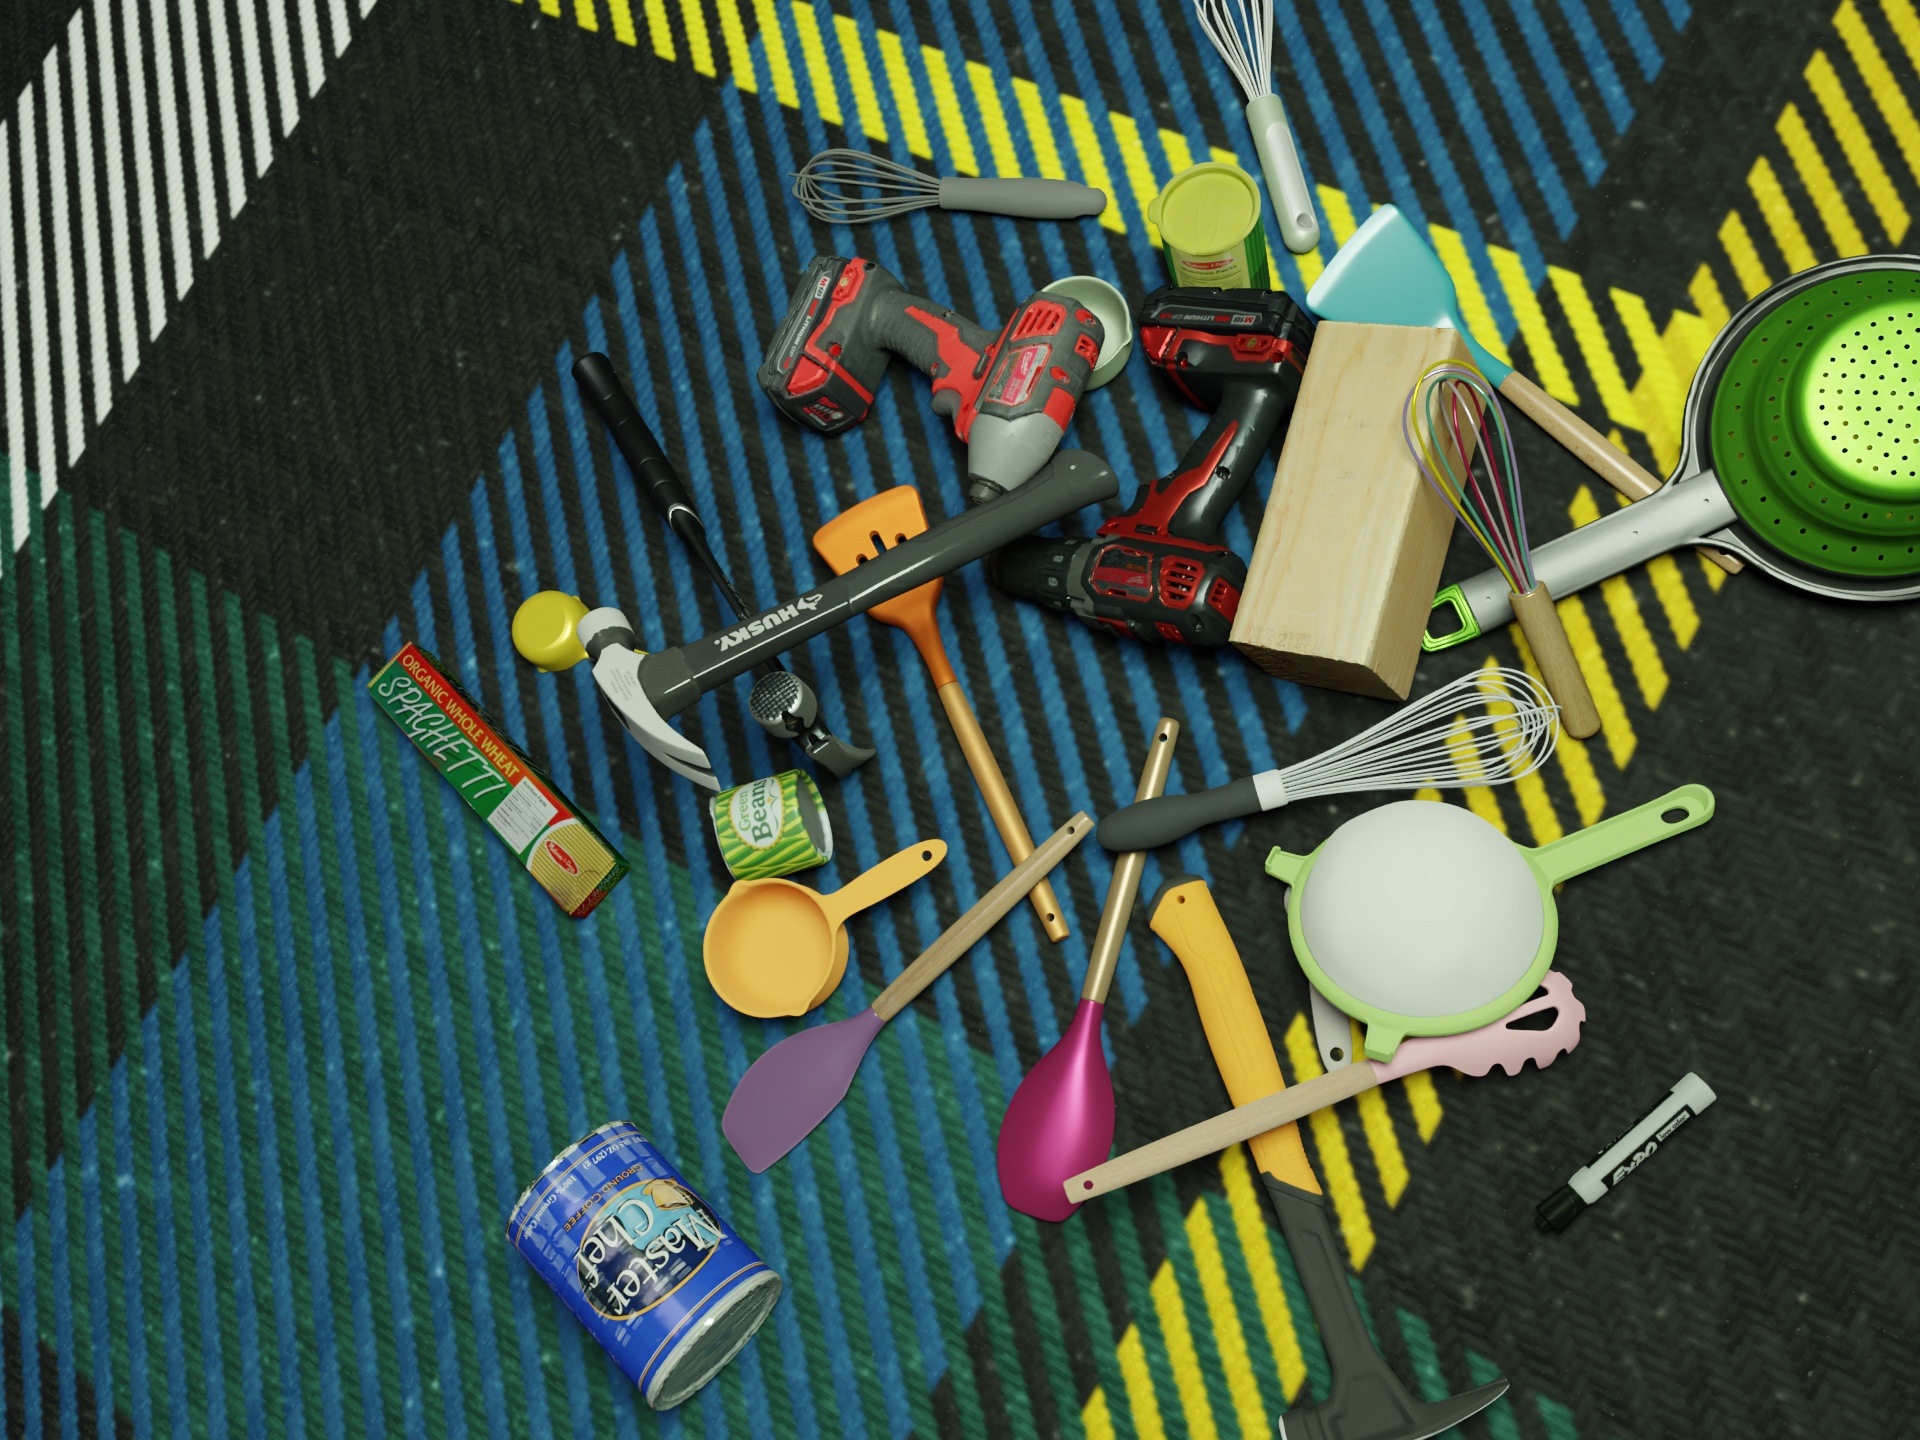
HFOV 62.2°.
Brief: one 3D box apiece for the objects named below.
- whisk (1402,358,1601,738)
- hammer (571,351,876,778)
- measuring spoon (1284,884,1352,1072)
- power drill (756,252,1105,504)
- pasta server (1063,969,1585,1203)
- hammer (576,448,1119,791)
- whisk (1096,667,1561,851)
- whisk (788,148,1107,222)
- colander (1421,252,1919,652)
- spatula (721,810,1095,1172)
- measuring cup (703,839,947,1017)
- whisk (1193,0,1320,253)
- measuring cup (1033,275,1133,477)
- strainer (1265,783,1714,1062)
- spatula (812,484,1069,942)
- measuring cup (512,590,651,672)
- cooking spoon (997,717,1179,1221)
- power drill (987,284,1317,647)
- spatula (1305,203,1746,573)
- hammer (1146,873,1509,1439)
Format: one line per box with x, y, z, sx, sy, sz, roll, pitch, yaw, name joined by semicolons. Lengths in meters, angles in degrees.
0.321;-0.096;0.916;0.051;0.244;0.047;-8;27;49;whisk
-0.177;-0.120;1.097;0.036;0.149;0.409;-36;60;3;hammer
0.218;0.152;0.953;0.034;0.018;0.124;-10;73;12;measuring spoon
-0.022;-0.229;1.070;0.220;0.078;0.143;21;85;30;power drill
0.208;0.211;0.902;0.316;0.040;0.060;-22;68;-1;pasta server
-0.054;-0.077;0.951;0.335;0.035;0.146;-27;52;-11;hammer
0.218;0.033;0.960;0.284;0.070;0.070;-17;71;11;whisk
-0.012;-0.383;1.151;0.239;0.055;0.055;8;77;14;whisk
0.445;-0.137;0.904;0.397;0.094;0.204;-25;80;16;colander
-0.035;0.167;1.009;0.316;0.018;0.060;-43;68;7;spatula
-0.080;0.126;1.024;0.173;0.052;0.095;-31;74;3;measuring cup
0.209;-0.435;1.105;0.057;0.059;0.246;-8;75;-16;whisk
0.067;-0.221;1.089;0.083;0.038;0.167;17;82;19;measuring cup
0.310;0.078;0.903;0.256;0.069;0.152;-22;49;0;strainer
-0.002;-0.003;1.045;0.081;0.041;0.323;-27;71;7;spatula
-0.254;-0.050;1.133;0.156;0.029;0.062;20;81;21;measuring cup
0.089;0.149;0.989;0.069;0.017;0.319;13;79;18;cooking spoon
0.125;-0.161;1.024;0.188;0.080;0.227;15;79;40;power drill
0.360;-0.198;0.997;0.318;0.044;0.082;46;106;20;spatula
0.192;0.246;0.926;0.127;0.034;0.337;-23;70;9;hammer
